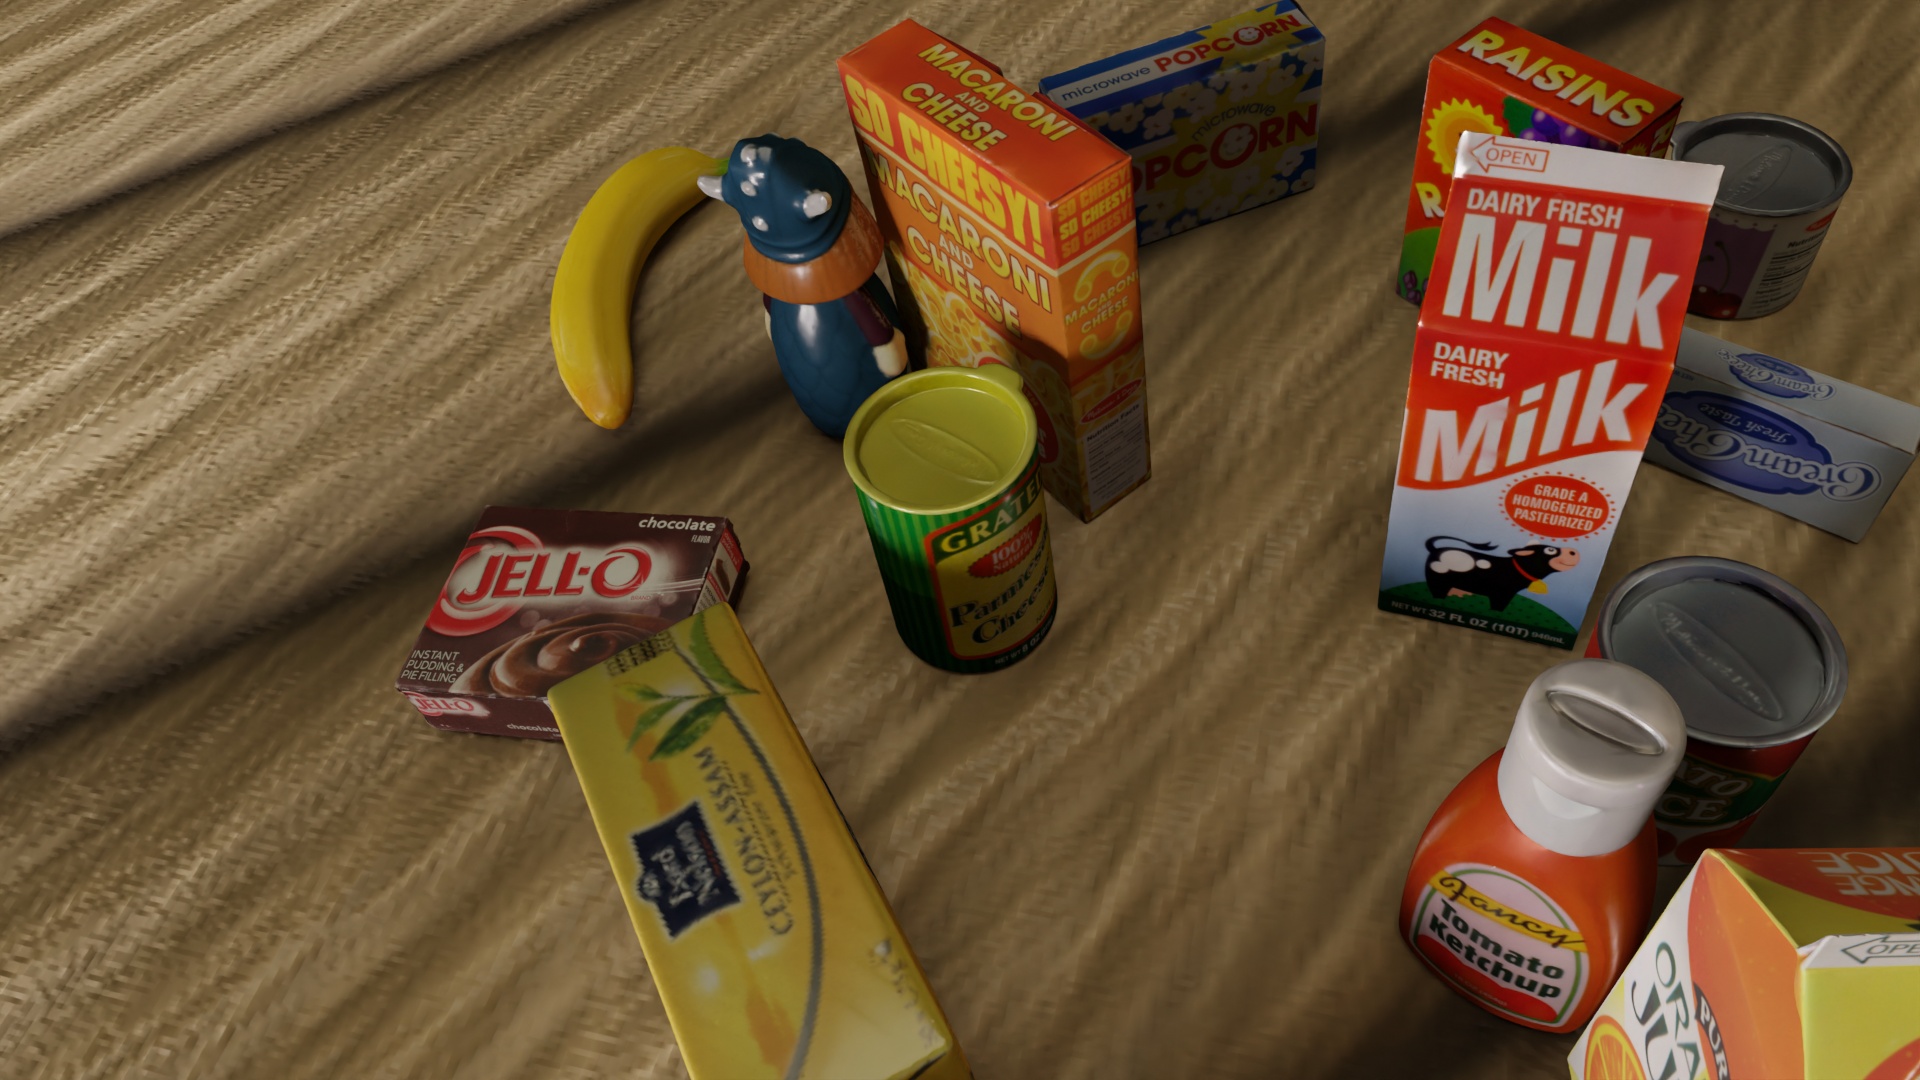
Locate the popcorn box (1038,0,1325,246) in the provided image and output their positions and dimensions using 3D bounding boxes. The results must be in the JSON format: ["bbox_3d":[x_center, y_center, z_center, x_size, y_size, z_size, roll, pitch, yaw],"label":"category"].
[{"bbox_3d":[0.103,-0.188,0.645,0.127,0.084,0.038,-20,52,-6],"label":"popcorn box"}]

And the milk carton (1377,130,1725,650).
[{"bbox_3d":[0.187,-0.051,0.457,0.072,0.189,0.074,13,56,19],"label":"milk carton"}]

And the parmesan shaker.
[{"bbox_3d":[0.002,-0.006,0.510,0.071,0.102,0.072,-5,52,6],"label":"parmesan shaker"}]

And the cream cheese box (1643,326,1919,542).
[{"bbox_3d":[0.295,-0.043,0.520,0.104,0.053,0.024,28,62,27],"label":"cream cheese box"}]

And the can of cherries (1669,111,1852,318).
[{"bbox_3d":[0.326,-0.137,0.585,0.071,0.058,0.072,-5,52,6],"label":"can of cherries"}]

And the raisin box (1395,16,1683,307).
[{"bbox_3d":[0.227,-0.135,0.558,0.040,0.122,0.086,-35,55,-17],"label":"raisin box"}]

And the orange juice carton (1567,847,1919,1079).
[{"bbox_3d":[0.201,0.125,0.317,0.072,0.191,0.073,-2,53,8],"label":"orange juice carton"}]

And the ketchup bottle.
[{"bbox_3d":[0.161,0.085,0.383,0.065,0.148,0.044,28,62,27],"label":"ketchup bottle"}]

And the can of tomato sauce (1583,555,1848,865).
[{"bbox_3d":[0.226,0.057,0.436,0.071,0.082,0.071,-5,52,6],"label":"can of tomato sauce"}]

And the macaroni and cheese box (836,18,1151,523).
[{"bbox_3d":[0.017,-0.102,0.541,0.040,0.165,0.124,-35,55,-17],"label":"macaroni and cheese box"}]
